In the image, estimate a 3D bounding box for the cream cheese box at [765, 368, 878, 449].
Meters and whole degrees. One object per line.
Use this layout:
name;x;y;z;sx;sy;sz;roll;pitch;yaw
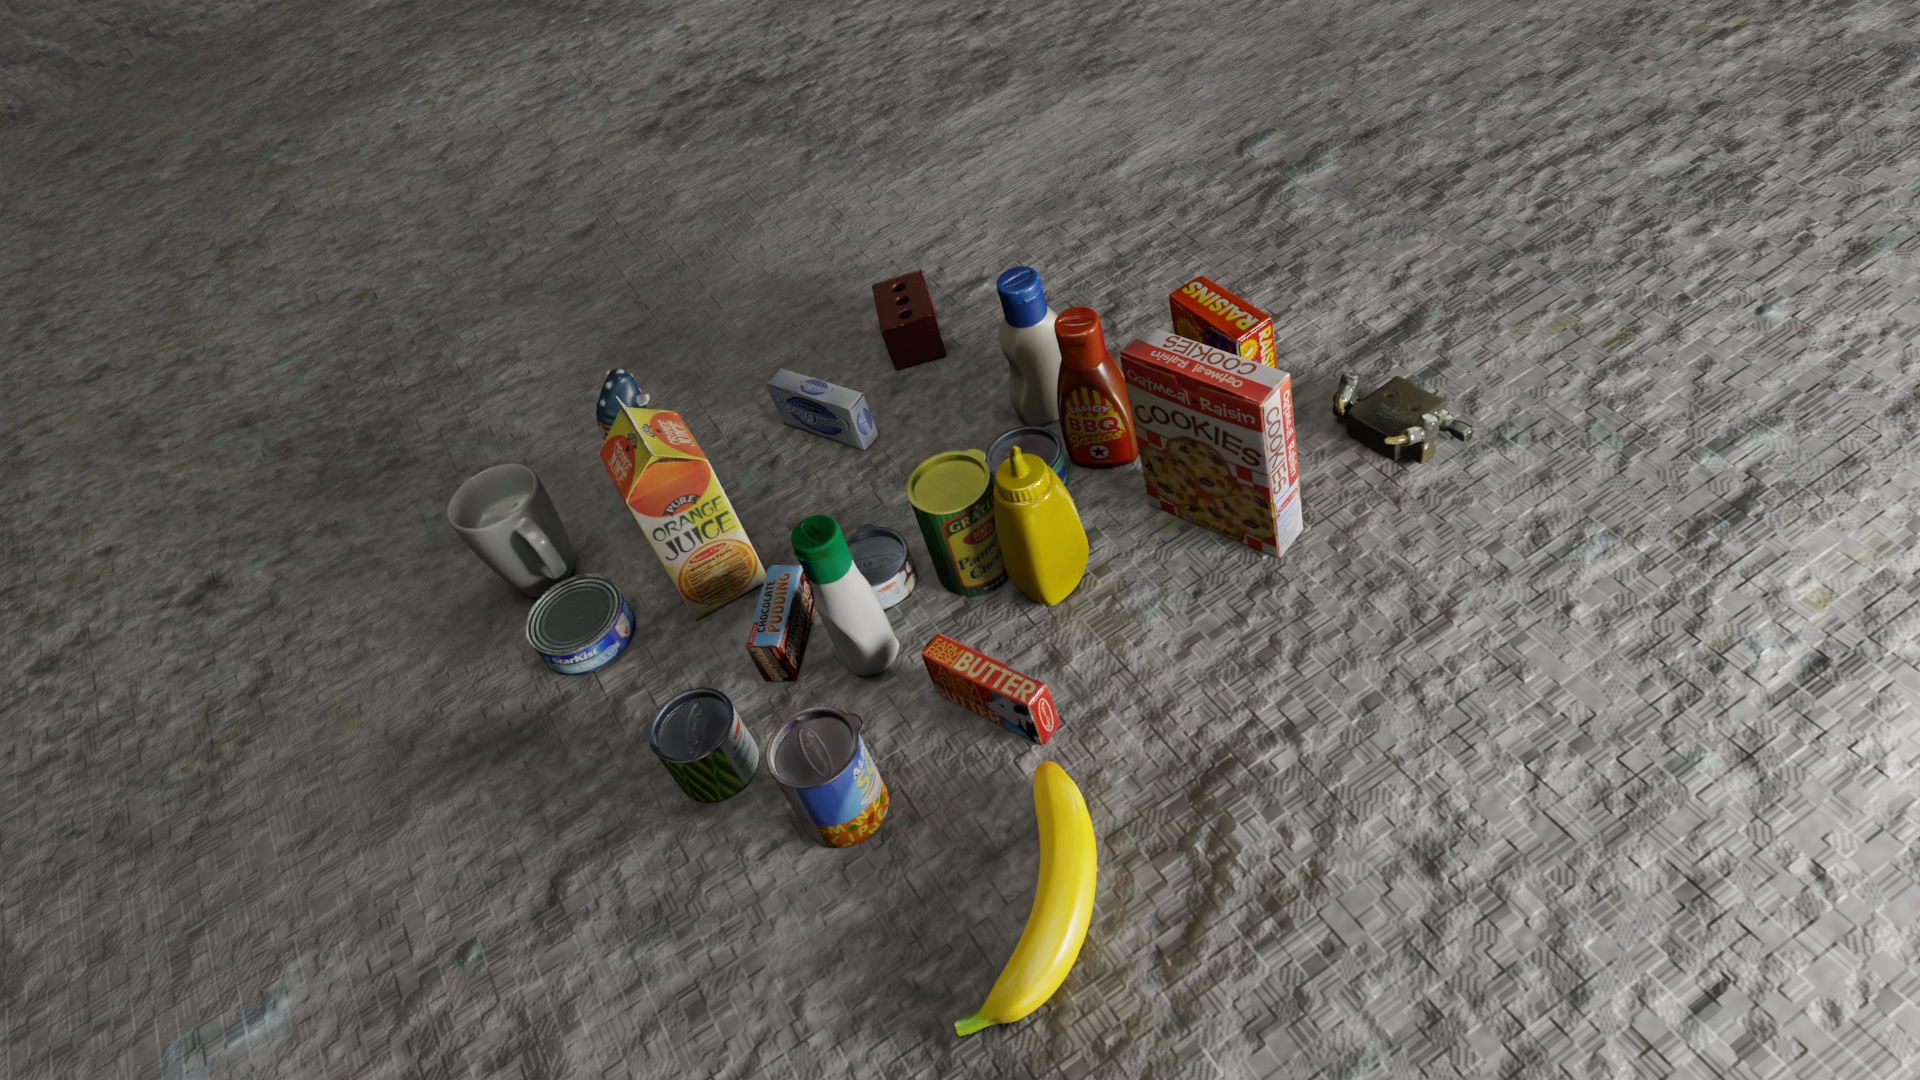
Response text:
cream cheese box;-0.126;-0.121;1.273;0.104;0.053;0.024;20;57;31

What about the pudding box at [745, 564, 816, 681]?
pudding box;-0.142;0.065;1.111;0.030;0.049;0.084;-2;48;16

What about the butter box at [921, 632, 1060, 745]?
butter box;0.021;0.109;1.017;0.103;0.053;0.024;23;59;33

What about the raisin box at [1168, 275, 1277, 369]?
raisin box;0.217;-0.145;1.138;0.040;0.122;0.086;-33;48;-13

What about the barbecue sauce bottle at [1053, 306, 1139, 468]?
barbecue sauce bottle;0.107;-0.124;1.136;0.065;0.147;0.044;0;49;18

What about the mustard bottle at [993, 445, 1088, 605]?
mustard bottle;0.056;-0.019;1.049;0.049;0.159;0.065;24;60;34

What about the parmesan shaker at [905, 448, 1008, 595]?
parmesan shaker;0.004;-0.014;1.100;0.071;0.102;0.072;-9;47;10

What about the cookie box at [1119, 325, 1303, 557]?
cookie box;0.191;-0.073;1.050;0.123;0.166;0.040;26;61;34

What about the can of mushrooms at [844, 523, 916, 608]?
can of mushrooms;-0.071;0.022;1.139;0.071;0.033;0.071;-9;47;10

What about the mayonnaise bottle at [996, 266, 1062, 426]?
mayonnaise bottle;0.064;-0.166;1.189;0.065;0.147;0.041;-29;47;-9

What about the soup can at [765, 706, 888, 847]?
soup can;-0.090;0.166;0.978;0.071;0.083;0.072;-9;47;10

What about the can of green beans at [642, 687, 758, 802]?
can of green beans;-0.191;0.153;1.040;0.071;0.057;0.071;-9;47;10

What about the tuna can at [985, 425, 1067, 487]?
tuna can;0.055;-0.061;1.176;0.071;0.032;0.071;-9;47;10

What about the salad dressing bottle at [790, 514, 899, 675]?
salad dressing bottle;-0.088;0.042;1.047;0.044;0.147;0.064;-39;49;-17

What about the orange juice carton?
orange juice carton;-0.230;-0.031;1.127;0.073;0.191;0.072;-30;47;-9
